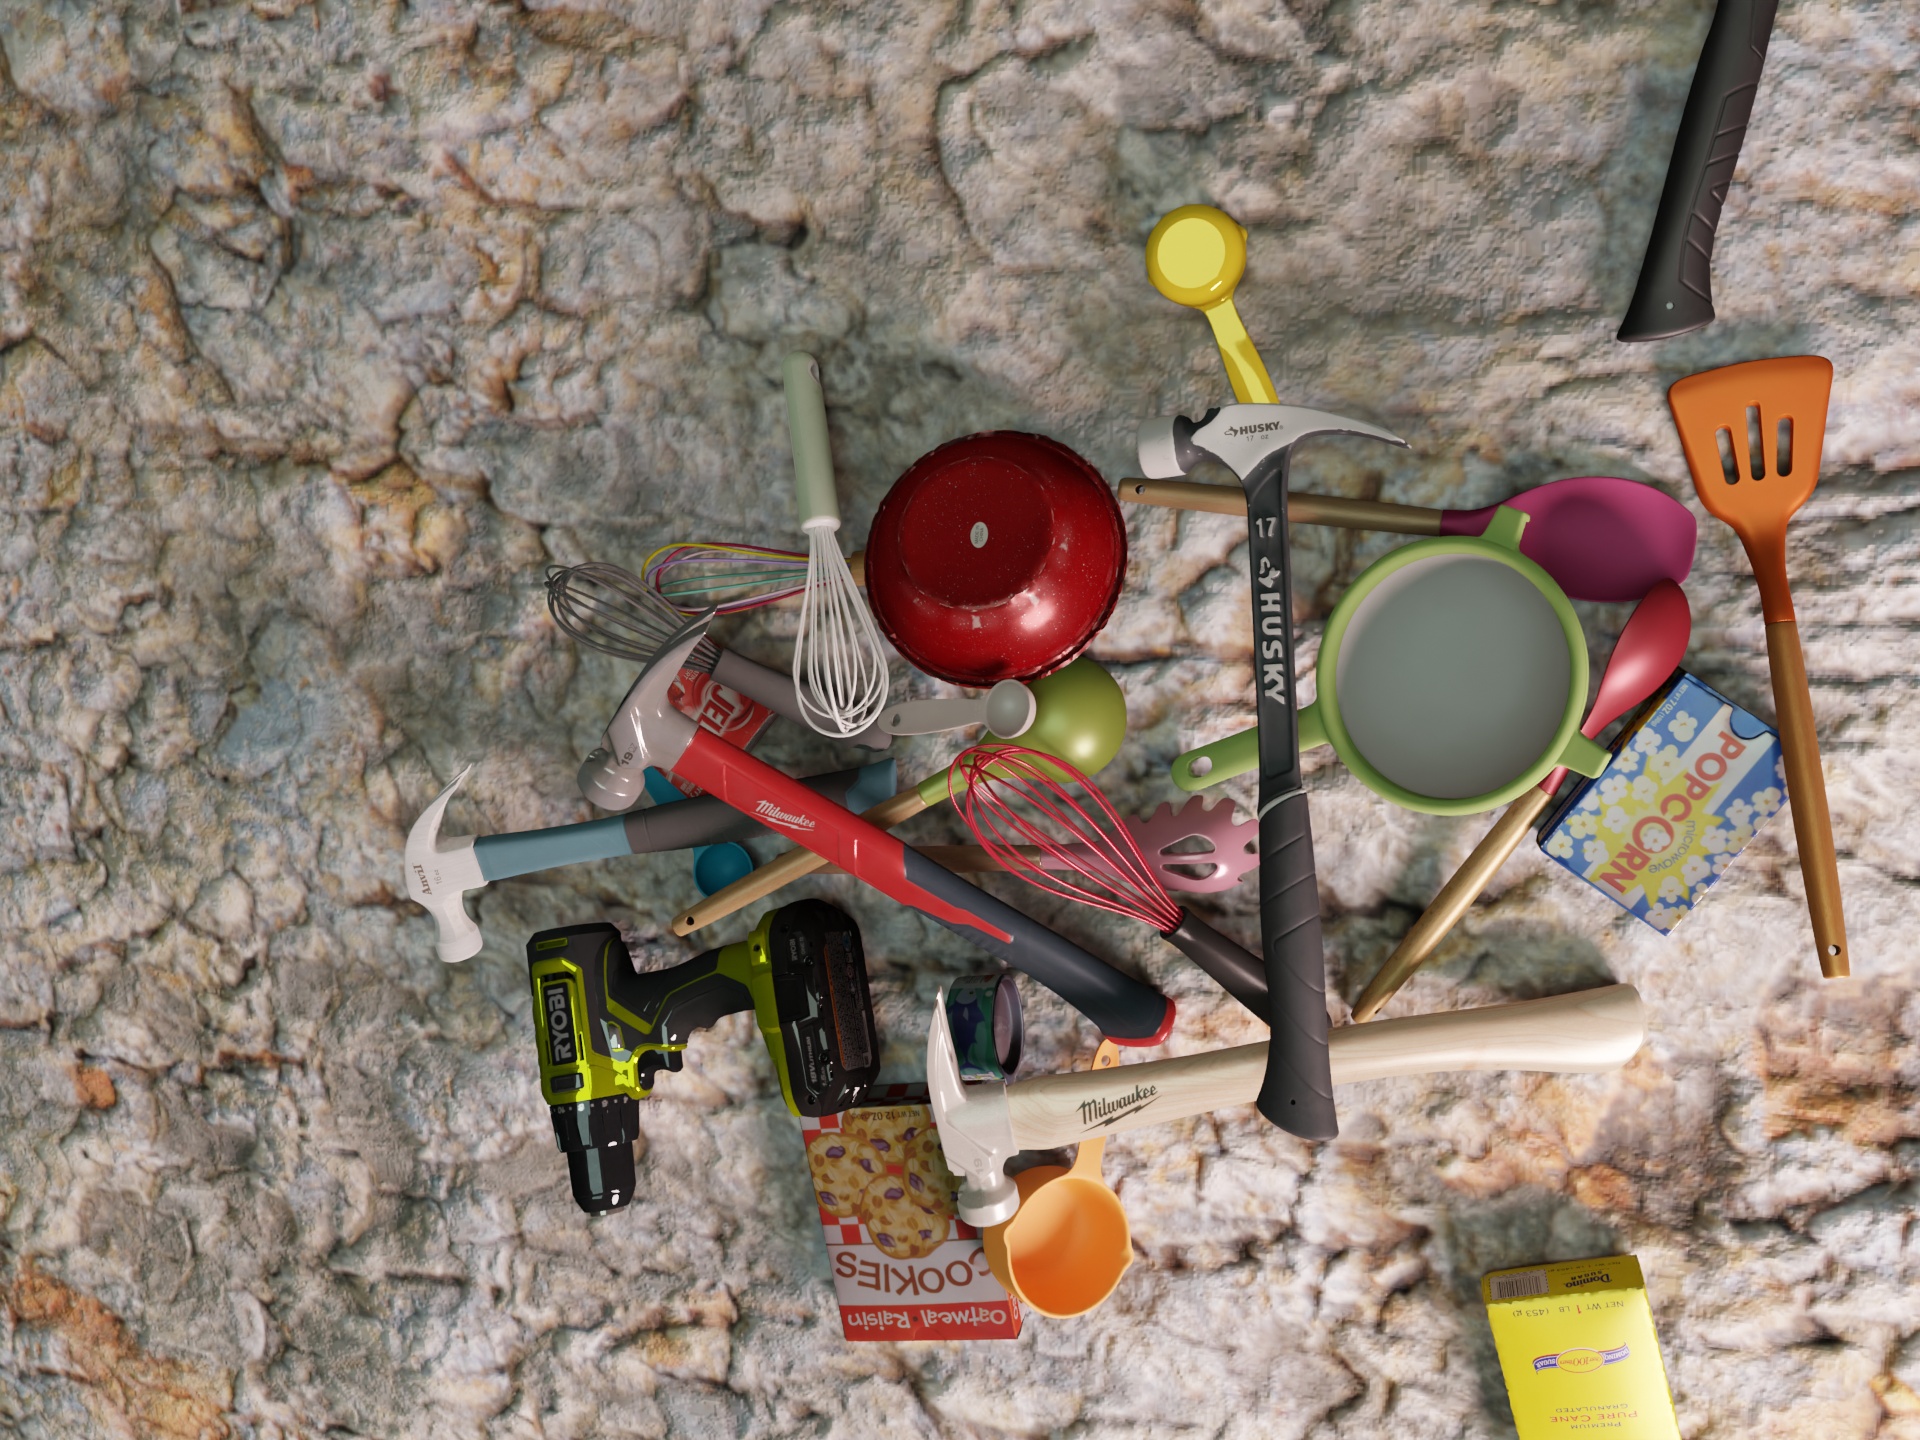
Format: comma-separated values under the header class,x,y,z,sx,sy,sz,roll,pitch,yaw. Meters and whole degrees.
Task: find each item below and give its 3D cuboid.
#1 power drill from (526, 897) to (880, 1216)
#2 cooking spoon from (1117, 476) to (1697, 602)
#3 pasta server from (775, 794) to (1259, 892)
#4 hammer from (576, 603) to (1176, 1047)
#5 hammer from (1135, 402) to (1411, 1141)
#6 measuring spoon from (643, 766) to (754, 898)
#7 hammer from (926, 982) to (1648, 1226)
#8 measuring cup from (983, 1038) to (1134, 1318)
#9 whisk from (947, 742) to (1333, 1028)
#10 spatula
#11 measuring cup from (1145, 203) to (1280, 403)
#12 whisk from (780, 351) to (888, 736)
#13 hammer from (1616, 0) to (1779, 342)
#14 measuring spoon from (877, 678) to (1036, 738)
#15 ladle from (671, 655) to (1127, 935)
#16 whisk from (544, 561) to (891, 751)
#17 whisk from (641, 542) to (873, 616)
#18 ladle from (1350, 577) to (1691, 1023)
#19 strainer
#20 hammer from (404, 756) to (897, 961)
class,x,y,z,sx,sy,sz,roll,pitch,yaw
power drill,-0.175,0.217,1.043,0.228,0.080,0.191,-13,80,18
cooking spoon,0.247,-0.116,0.905,0.319,0.017,0.069,8,97,14
pasta server,0.029,0.085,1.005,0.316,0.040,0.060,-3,99,21
hammer,-0.026,0.081,0.938,0.386,0.038,0.143,31,121,-13
hammer,0.182,0.026,0.880,0.149,0.036,0.409,-4,89,27
measuring spoon,-0.181,0.067,1.069,0.042,0.021,0.129,-38,79,7
hammer,0.185,0.194,0.928,0.410,0.038,0.146,-11,105,6
measuring cup,0.067,0.288,1.018,0.095,0.052,0.174,18,77,-23
whisk,0.111,0.107,0.932,0.295,0.073,0.073,38,109,-16
spatula,0.432,-0.028,0.830,0.081,0.041,0.323,-7,79,17
measuring cup,0.153,-0.220,0.906,0.062,0.029,0.156,-23,92,19
whisk,-0.084,-0.109,0.956,0.059,0.057,0.246,-13,75,16
hammer,0.392,-0.360,0.808,0.146,0.035,0.334,14,104,13
measuring spoon,-0.002,-0.003,0.947,0.124,0.018,0.034,-5,79,42
ladle,-0.042,0.056,0.984,0.320,0.062,0.078,-29,91,14
whisk,-0.149,-0.037,0.991,0.239,0.055,0.055,26,108,-12
whisk,-0.088,-0.096,0.995,0.245,0.051,0.047,-4,94,14
ladle,0.315,0.058,0.905,0.031,0.069,0.315,47,118,34
strainer,0.240,-0.006,0.910,0.256,0.069,0.151,-24,74,37
hammer,-0.200,0.072,1.029,0.331,0.033,0.128,-10,113,6
